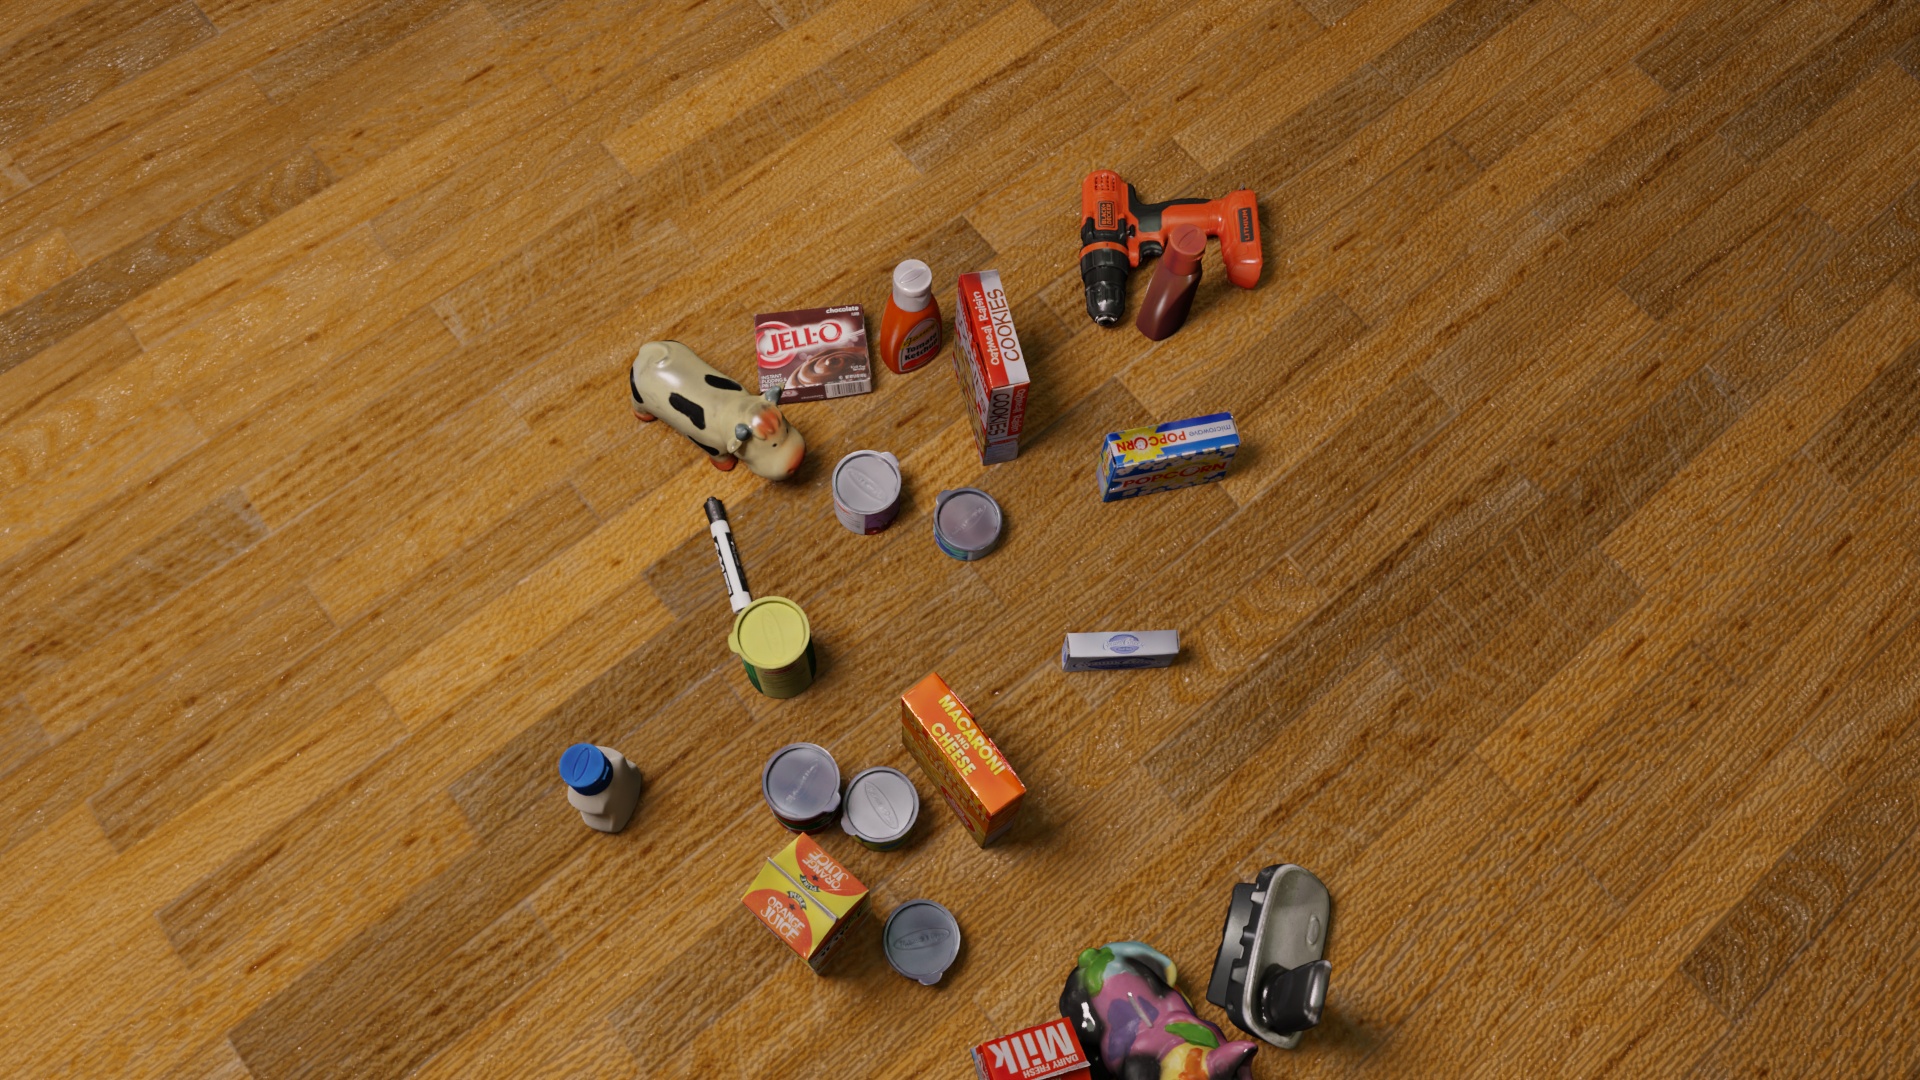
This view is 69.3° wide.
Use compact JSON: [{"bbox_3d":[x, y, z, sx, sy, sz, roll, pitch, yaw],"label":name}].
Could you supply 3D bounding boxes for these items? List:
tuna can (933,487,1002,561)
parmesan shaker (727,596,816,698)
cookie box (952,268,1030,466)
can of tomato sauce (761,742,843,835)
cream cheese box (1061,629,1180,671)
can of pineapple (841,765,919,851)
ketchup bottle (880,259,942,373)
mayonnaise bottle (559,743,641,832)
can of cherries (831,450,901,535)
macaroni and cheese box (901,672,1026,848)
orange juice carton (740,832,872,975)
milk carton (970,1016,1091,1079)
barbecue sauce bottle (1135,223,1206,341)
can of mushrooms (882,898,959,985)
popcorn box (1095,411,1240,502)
[{"bbox_3d":[0.005,-0.017,1.342,0.071,0.032,0.071,1,68,-2],"label":"tuna can"},{"bbox_3d":[-0.168,0.098,1.250,0.071,0.102,0.071,1,68,-2],"label":"parmesan shaker"},{"bbox_3d":[0.026,-0.163,1.330,0.040,0.166,0.123,-12,69,-7],"label":"cookie box"},{"bbox_3d":[-0.135,0.219,1.213,0.071,0.082,0.071,1,68,-2],"label":"can of tomato sauce"},{"bbox_3d":[0.147,0.102,1.289,0.104,0.053,0.024,-2,69,-3],"label":"cream cheese box"},{"bbox_3d":[-0.072,0.237,1.222,0.071,0.057,0.071,1,68,-2],"label":"can of pineapple"},{"bbox_3d":[-0.048,-0.220,1.360,0.065,0.148,0.043,-32,73,-14],"label":"ketchup bottle"},{"bbox_3d":[-0.306,0.205,1.176,0.041,0.147,0.065,15,69,3],"label":"mayonnaise bottle"},{"bbox_3d":[-0.088,-0.047,1.336,0.071,0.058,0.072,1,68,-2],"label":"can of cherries"},{"bbox_3d":[0.000,0.190,1.186,0.040,0.165,0.124,-35,74,-15],"label":"macaroni and cheese box"},{"bbox_3d":[-0.122,0.294,1.125,0.072,0.192,0.073,39,72,12],"label":"orange juice carton"},{"bbox_3d":[0.056,0.420,1.083,0.072,0.189,0.073,-15,70,-8],"label":"milk carton"},{"bbox_3d":[0.214,-0.260,1.388,0.044,0.148,0.065,42,73,13],"label":"barbecue sauce bottle"},{"bbox_3d":[-0.034,0.346,1.193,0.071,0.033,0.071,1,68,-2],"label":"can of mushrooms"},{"bbox_3d":[0.200,-0.080,1.348,0.127,0.085,0.038,-11,69,-7],"label":"popcorn box"}]
